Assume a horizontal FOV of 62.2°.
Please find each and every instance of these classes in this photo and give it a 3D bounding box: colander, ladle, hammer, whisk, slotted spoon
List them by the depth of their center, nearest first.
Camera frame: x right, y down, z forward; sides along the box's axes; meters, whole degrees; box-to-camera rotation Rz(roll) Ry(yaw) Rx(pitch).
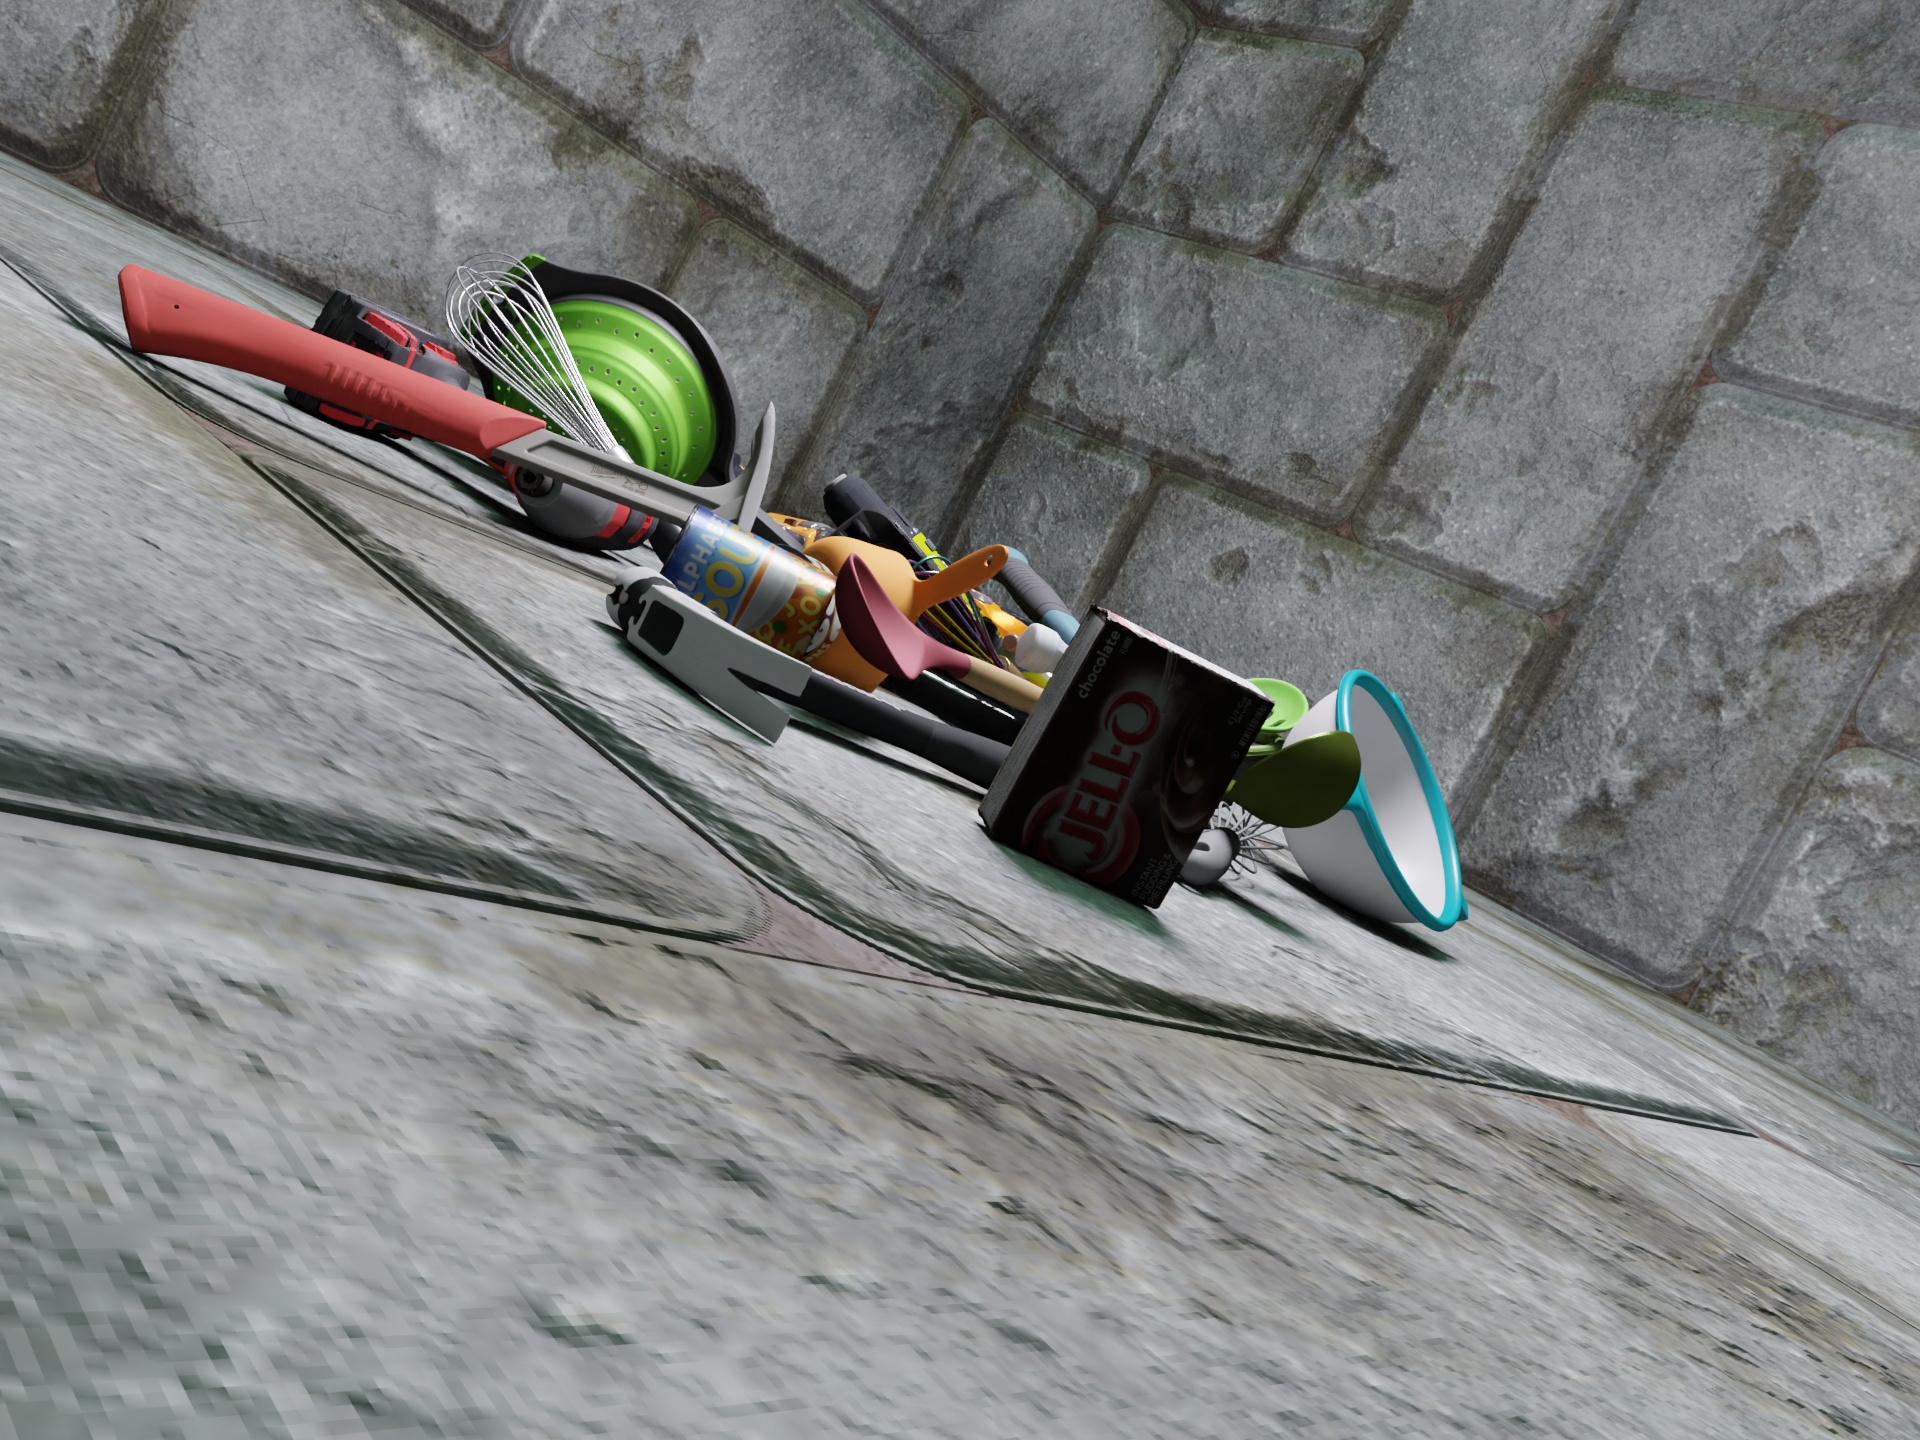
[{"bbox_3d":[-0.007,0.013,0.789,0.334,0.035,0.146,24,5,-37],"label":"hammer"},{"bbox_3d":[-0.286,-0.180,0.903,0.359,0.149,0.036,20,-29,-13],"label":"hammer"},{"bbox_3d":[0.013,-0.027,0.916,0.315,0.031,0.069,23,43,-59],"label":"ladle"},{"bbox_3d":[0.164,0.078,0.978,0.055,0.055,0.239,28,10,15],"label":"whisk"},{"bbox_3d":[0.123,0.016,1.036,0.078,0.062,0.320,-4,11,-37],"label":"ladle"},{"bbox_3d":[0.014,-0.047,1.086,0.047,0.051,0.244,21,-12,34],"label":"whisk"},{"bbox_3d":[-0.256,-0.203,1.093,0.284,0.070,0.070,52,6,1],"label":"whisk"},{"bbox_3d":[0.067,-0.074,1.150,0.128,0.033,0.331,23,13,-18],"label":"hammer"},{"bbox_3d":[0.173,0.011,1.207,0.070,0.031,0.313,30,28,31],"label":"slotted spoon"},{"bbox_3d":[-0.218,-0.171,1.220,0.396,0.204,0.095,42,34,-21],"label":"colander"}]

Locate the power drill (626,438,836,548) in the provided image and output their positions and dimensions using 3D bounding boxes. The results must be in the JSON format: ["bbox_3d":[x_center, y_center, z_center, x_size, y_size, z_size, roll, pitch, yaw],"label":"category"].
[{"bbox_3d":[-0.180,-0.175,1.429,0.185,0.084,0.226,17,-5,34],"label":"power drill"}]

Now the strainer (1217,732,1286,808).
[{"bbox_3d":[0.158,0.028,1.360,0.151,0.069,0.256,-2,12,-36],"label":"strainer"}]

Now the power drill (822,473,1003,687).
[{"bbox_3d":[-0.048,-0.107,1.216,0.190,0.080,0.228,51,8,-4],"label":"power drill"}]

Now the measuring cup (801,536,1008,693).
[{"bbox_3d":[-0.046,-0.076,0.919,0.052,0.095,0.173,14,-22,-37],"label":"measuring cup"}]

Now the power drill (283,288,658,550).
[{"bbox_3d":[-0.306,-0.182,1.010,0.220,0.078,0.143,31,6,10],"label":"power drill"}]

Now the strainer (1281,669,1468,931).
[{"bbox_3d":[0.272,0.068,1.193,0.095,0.211,0.340,-22,-17,30],"label":"strainer"}]

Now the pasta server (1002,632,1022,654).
[{"bbox_3d":[0.113,-0.042,1.252,0.060,0.040,0.316,35,10,28],"label":"pasta server"}]

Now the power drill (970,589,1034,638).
[{"bbox_3d":[0.022,-0.061,1.458,0.164,0.084,0.226,27,9,-1],"label":"power drill"}]
